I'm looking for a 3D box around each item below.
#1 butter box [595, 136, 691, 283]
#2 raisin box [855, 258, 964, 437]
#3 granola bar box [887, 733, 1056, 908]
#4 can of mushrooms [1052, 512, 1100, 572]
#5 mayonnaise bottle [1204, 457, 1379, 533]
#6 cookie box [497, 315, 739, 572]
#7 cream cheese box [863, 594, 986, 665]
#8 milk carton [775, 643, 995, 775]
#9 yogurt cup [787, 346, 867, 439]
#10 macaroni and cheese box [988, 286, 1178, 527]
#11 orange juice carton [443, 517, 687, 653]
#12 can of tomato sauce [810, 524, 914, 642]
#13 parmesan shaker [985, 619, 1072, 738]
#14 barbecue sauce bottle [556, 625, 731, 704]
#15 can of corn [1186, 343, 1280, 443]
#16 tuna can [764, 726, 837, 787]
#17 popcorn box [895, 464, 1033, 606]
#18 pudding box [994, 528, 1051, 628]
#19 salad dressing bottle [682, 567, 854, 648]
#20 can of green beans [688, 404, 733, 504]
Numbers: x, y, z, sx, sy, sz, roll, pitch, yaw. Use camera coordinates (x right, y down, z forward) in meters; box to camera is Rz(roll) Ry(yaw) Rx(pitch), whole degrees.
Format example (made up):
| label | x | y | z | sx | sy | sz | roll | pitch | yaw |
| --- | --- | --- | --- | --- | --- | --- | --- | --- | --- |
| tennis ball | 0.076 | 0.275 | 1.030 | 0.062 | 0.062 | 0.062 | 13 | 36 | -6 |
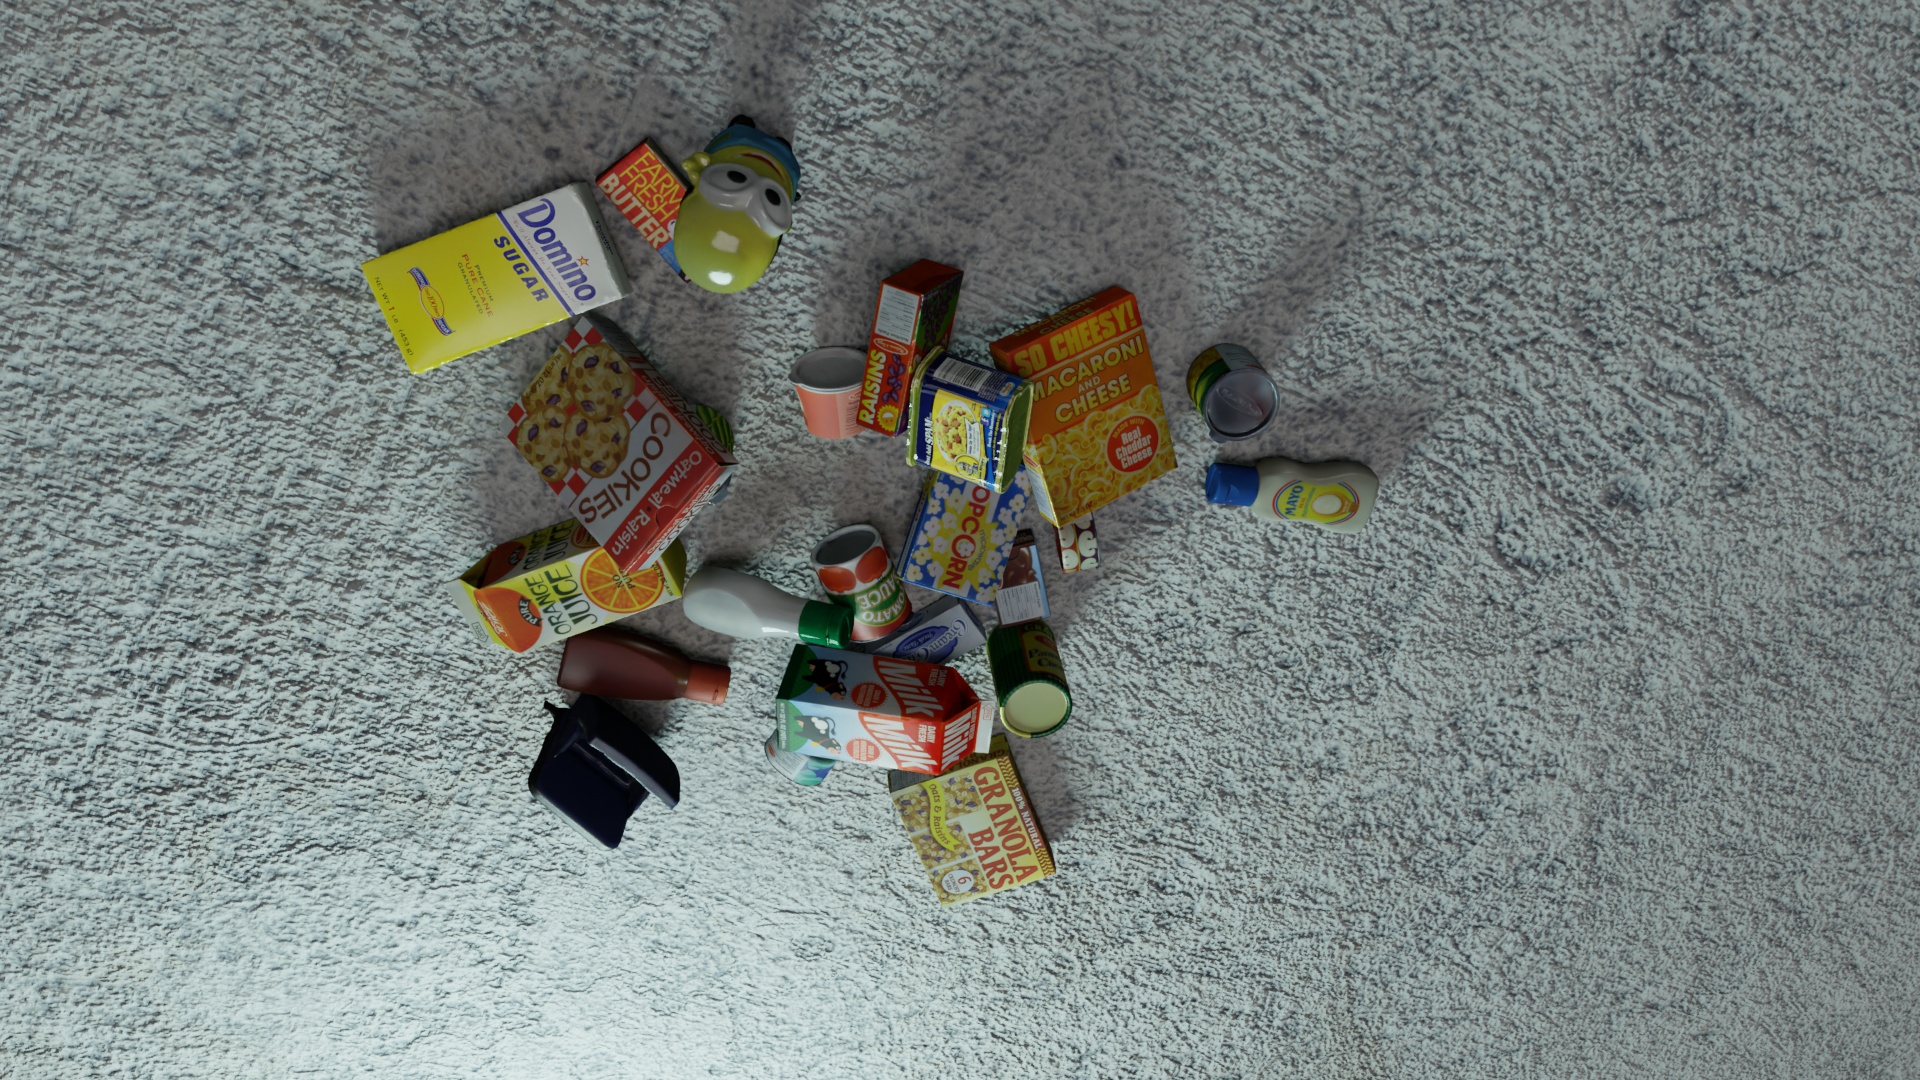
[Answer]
| label | x | y | z | sx | sy | sz | roll | pitch | yaw |
| --- | --- | --- | --- | --- | --- | --- | --- | --- | --- |
| butter box | -0.225 | -0.253 | 1.066 | 0.053 | 0.024 | 0.103 | -36 | 118 | 12 |
| raisin box | -0.040 | -0.154 | 1.108 | 0.040 | 0.086 | 0.122 | 20 | 118 | 13 |
| granola bar box | 0.013 | 0.282 | 1.389 | 0.124 | 0.039 | 0.164 | -19 | 120 | 4 |
| can of mushrooms | 0.101 | -0.004 | 1.223 | 0.033 | 0.071 | 0.070 | -10 | 120 | -1 |
| mayonnaise bottle | 0.294 | -0.044 | 1.239 | 0.148 | 0.041 | 0.064 | 6 | 120 | -11 |
| cookie box | -0.273 | -0.076 | 1.100 | 0.167 | 0.040 | 0.122 | 47 | 108 | 11 |
| cream cheese box | -0.033 | 0.094 | 1.286 | 0.103 | 0.024 | 0.053 | -30 | 120 | 10 |
| milk carton | -0.065 | 0.155 | 1.259 | 0.191 | 0.074 | 0.072 | 9 | 130 | 4 |
| yogurt cup | -0.102 | -0.119 | 1.136 | 0.072 | 0.073 | 0.053 | -5 | 128 | -4 |
| macaroni and cheese box | 0.104 | -0.111 | 1.158 | 0.124 | 0.040 | 0.165 | -27 | 120 | -14 |
| orange juice carton | -0.337 | 0.033 | 1.186 | 0.193 | 0.073 | 0.071 | -19 | 120 | 4 |
| can of tomato sauce | -0.086 | 0.037 | 1.222 | 0.071 | 0.071 | 0.082 | -19 | 119 | 4 |
| parmesan shaker | 0.064 | 0.126 | 1.270 | 0.071 | 0.103 | 0.071 | -3 | 120 | -5 |
| barbecue sauce bottle | -0.284 | 0.117 | 1.257 | 0.149 | 0.044 | 0.064 | 14 | 116 | -15 |
| can of corn | 0.229 | -0.124 | 1.176 | 0.071 | 0.058 | 0.070 | -3 | 120 | -5 |
| tuna can | -0.147 | 0.197 | 1.308 | 0.071 | 0.071 | 0.032 | 29 | 112 | -21 |
| popcorn box | 0.004 | -0.015 | 1.197 | 0.085 | 0.038 | 0.126 | 17 | 93 | -16 |
| pudding box | 0.051 | 0.035 | 1.260 | 0.050 | 0.030 | 0.083 | -13 | 120 | 2 |
| salad dressing bottle | -0.166 | 0.061 | 1.206 | 0.148 | 0.044 | 0.064 | 12 | 134 | 16 |
| can of green beans | -0.221 | -0.072 | 1.150 | 0.071 | 0.058 | 0.071 | -3 | 119 | -5 |
